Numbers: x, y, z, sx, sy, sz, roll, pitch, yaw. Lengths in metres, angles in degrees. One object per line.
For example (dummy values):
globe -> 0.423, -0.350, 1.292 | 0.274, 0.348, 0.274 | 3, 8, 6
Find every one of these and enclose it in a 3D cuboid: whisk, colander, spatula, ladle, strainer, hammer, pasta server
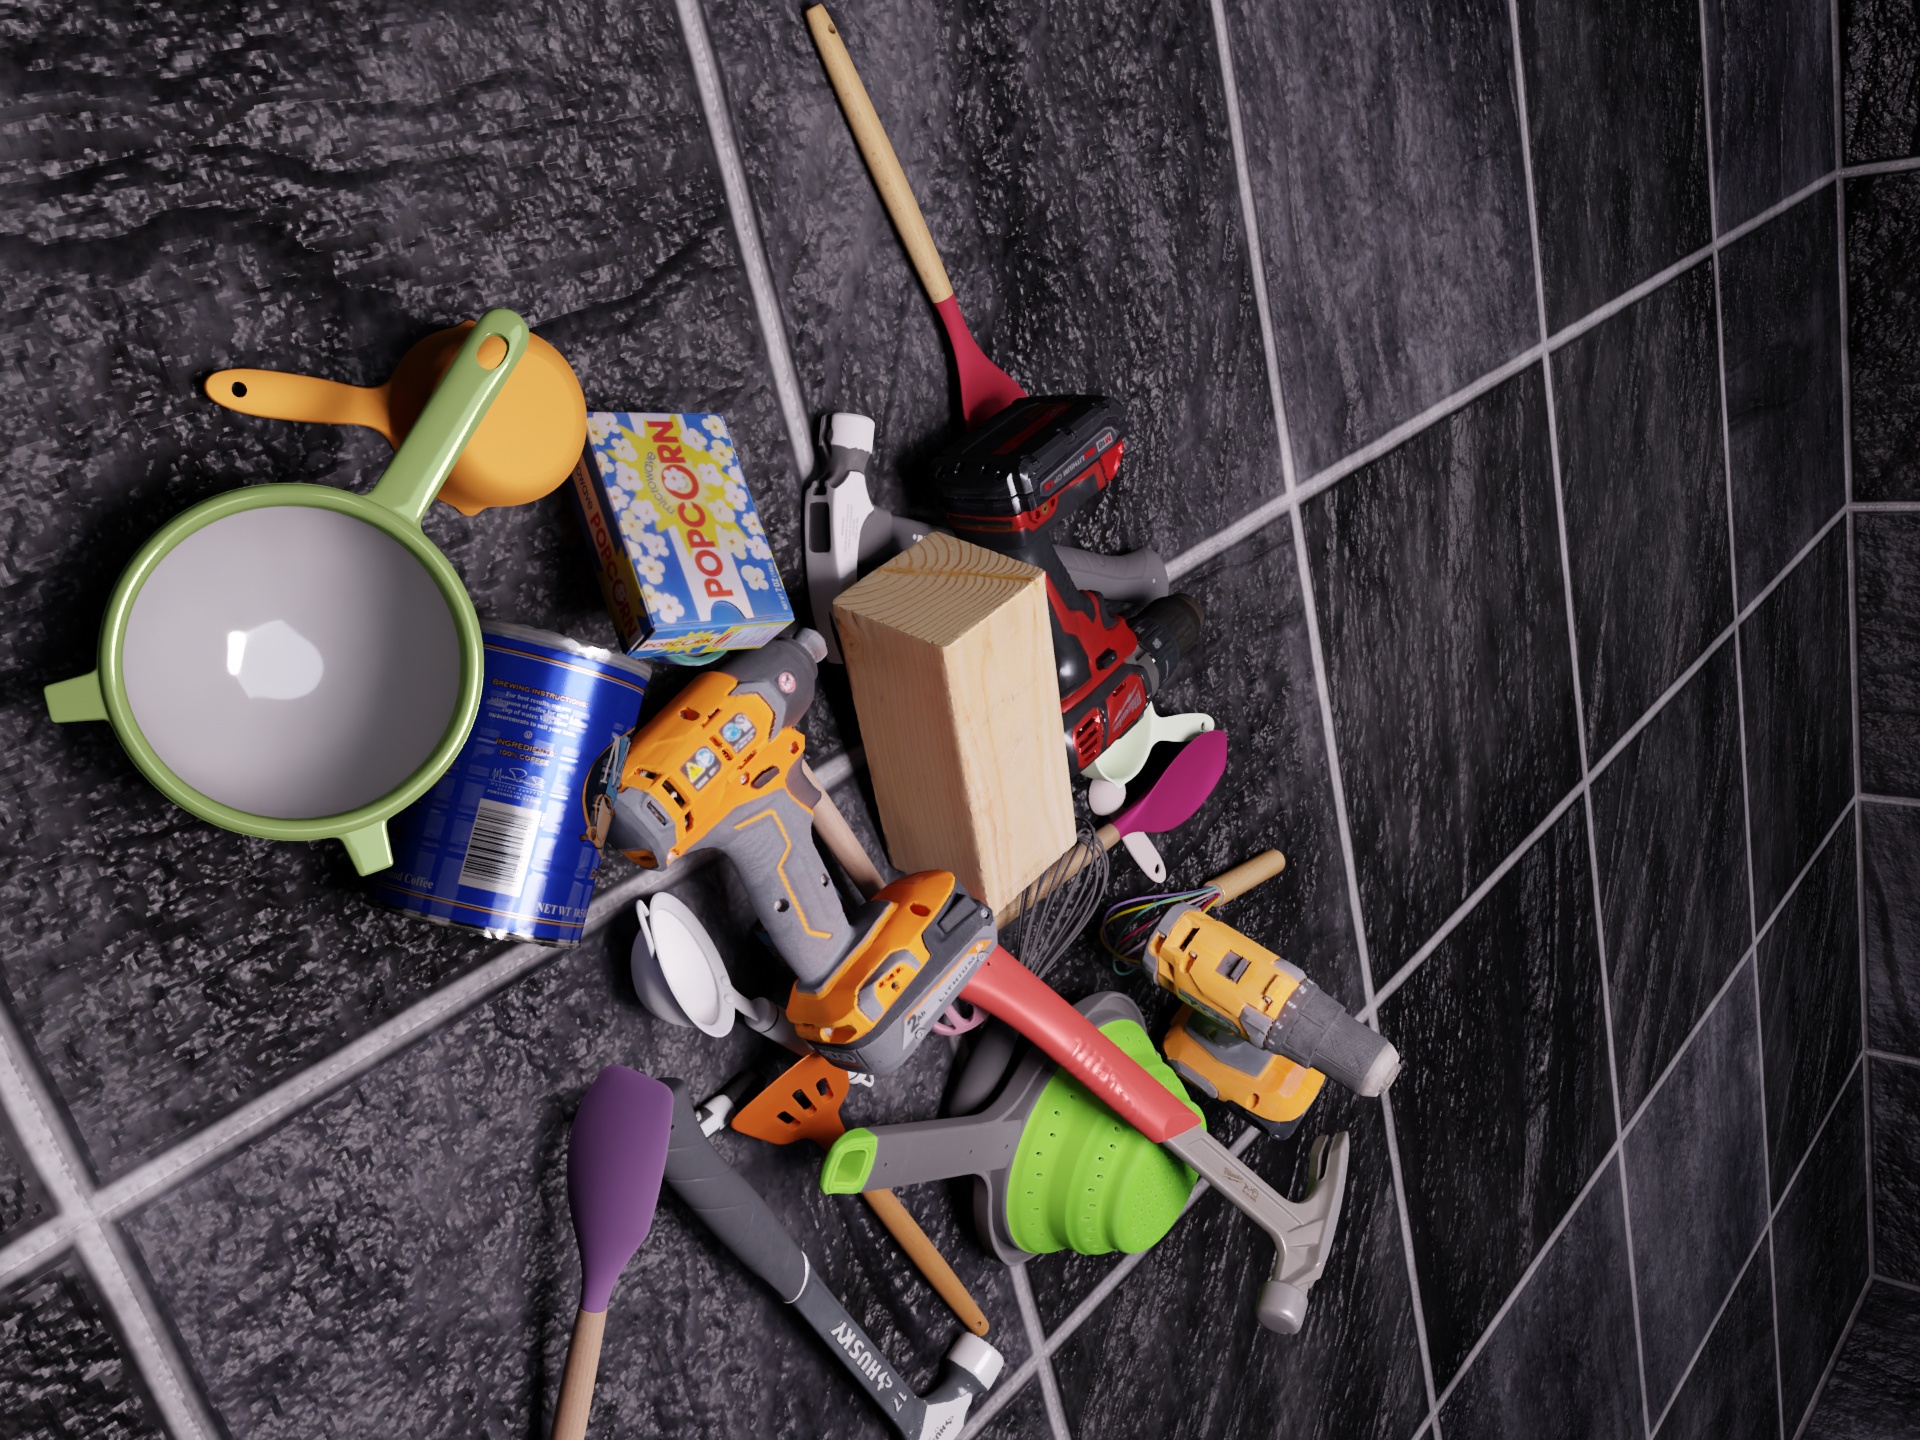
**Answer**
whisk -> 0.039, 0.177, 1.068 | 0.055, 0.055, 0.239 | 21, 94, -46
colander -> 0.061, 0.289, 1.039 | 0.396, 0.095, 0.204 | 14, 95, -55
spatula -> -0.201, 0.332, 0.842 | 0.018, 0.060, 0.316 | -7, 111, -66
whisk -> 0.189, 0.145, 1.245 | 0.245, 0.047, 0.051 | -18, 107, -47
ladle -> -0.021, -0.284, 0.982 | 0.069, 0.031, 0.315 | -53, 128, -39
strainer -> -0.122, 0.170, 0.923 | 0.258, 0.050, 0.087 | 43, 21, -46
strainer -> -0.268, -0.071, 0.706 | 0.151, 0.069, 0.256 | 32, 75, -23
hammer -> 0.030, -0.101, 1.053 | 0.334, 0.035, 0.146 | 4, 92, -47
spatula -> -0.047, 0.313, 1.018 | 0.081, 0.041, 0.322 | -38, 125, -12
hammer -> -0.097, 0.349, 0.959 | 0.149, 0.036, 0.408 | -51, 131, -28
hammer -> 0.119, 0.236, 1.028 | 0.358, 0.036, 0.149 | 42, 49, -17
pasta server -> -0.064, 0.084, 0.972 | 0.316, 0.060, 0.040 | 59, 10, -25

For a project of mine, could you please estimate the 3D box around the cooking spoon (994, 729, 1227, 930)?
cooking spoon -> 0.091, 0.092, 1.134 | 0.319, 0.017, 0.068 | -32, 132, -34

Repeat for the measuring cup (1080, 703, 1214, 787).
measuring cup -> 0.131, 0.004, 1.172 | 0.167, 0.038, 0.083 | -2, 97, -51

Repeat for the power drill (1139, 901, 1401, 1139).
power drill -> 0.224, 0.230, 1.145 | 0.084, 0.185, 0.226 | -51, 154, -18

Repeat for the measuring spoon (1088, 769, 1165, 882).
measuring spoon -> 0.132, 0.083, 1.193 | 0.034, 0.018, 0.124 | -56, 130, -26

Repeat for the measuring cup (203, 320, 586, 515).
measuring cup -> -0.252, -0.145, 0.736 | 0.173, 0.052, 0.095 | -3, 97, -48

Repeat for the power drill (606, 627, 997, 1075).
power drill -> -0.081, 0.067, 0.885 | 0.226, 0.084, 0.164 | 52, 60, -18

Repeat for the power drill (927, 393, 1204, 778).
power drill -> 0.082, -0.095, 1.030 | 0.188, 0.080, 0.226 | -41, 126, -36
